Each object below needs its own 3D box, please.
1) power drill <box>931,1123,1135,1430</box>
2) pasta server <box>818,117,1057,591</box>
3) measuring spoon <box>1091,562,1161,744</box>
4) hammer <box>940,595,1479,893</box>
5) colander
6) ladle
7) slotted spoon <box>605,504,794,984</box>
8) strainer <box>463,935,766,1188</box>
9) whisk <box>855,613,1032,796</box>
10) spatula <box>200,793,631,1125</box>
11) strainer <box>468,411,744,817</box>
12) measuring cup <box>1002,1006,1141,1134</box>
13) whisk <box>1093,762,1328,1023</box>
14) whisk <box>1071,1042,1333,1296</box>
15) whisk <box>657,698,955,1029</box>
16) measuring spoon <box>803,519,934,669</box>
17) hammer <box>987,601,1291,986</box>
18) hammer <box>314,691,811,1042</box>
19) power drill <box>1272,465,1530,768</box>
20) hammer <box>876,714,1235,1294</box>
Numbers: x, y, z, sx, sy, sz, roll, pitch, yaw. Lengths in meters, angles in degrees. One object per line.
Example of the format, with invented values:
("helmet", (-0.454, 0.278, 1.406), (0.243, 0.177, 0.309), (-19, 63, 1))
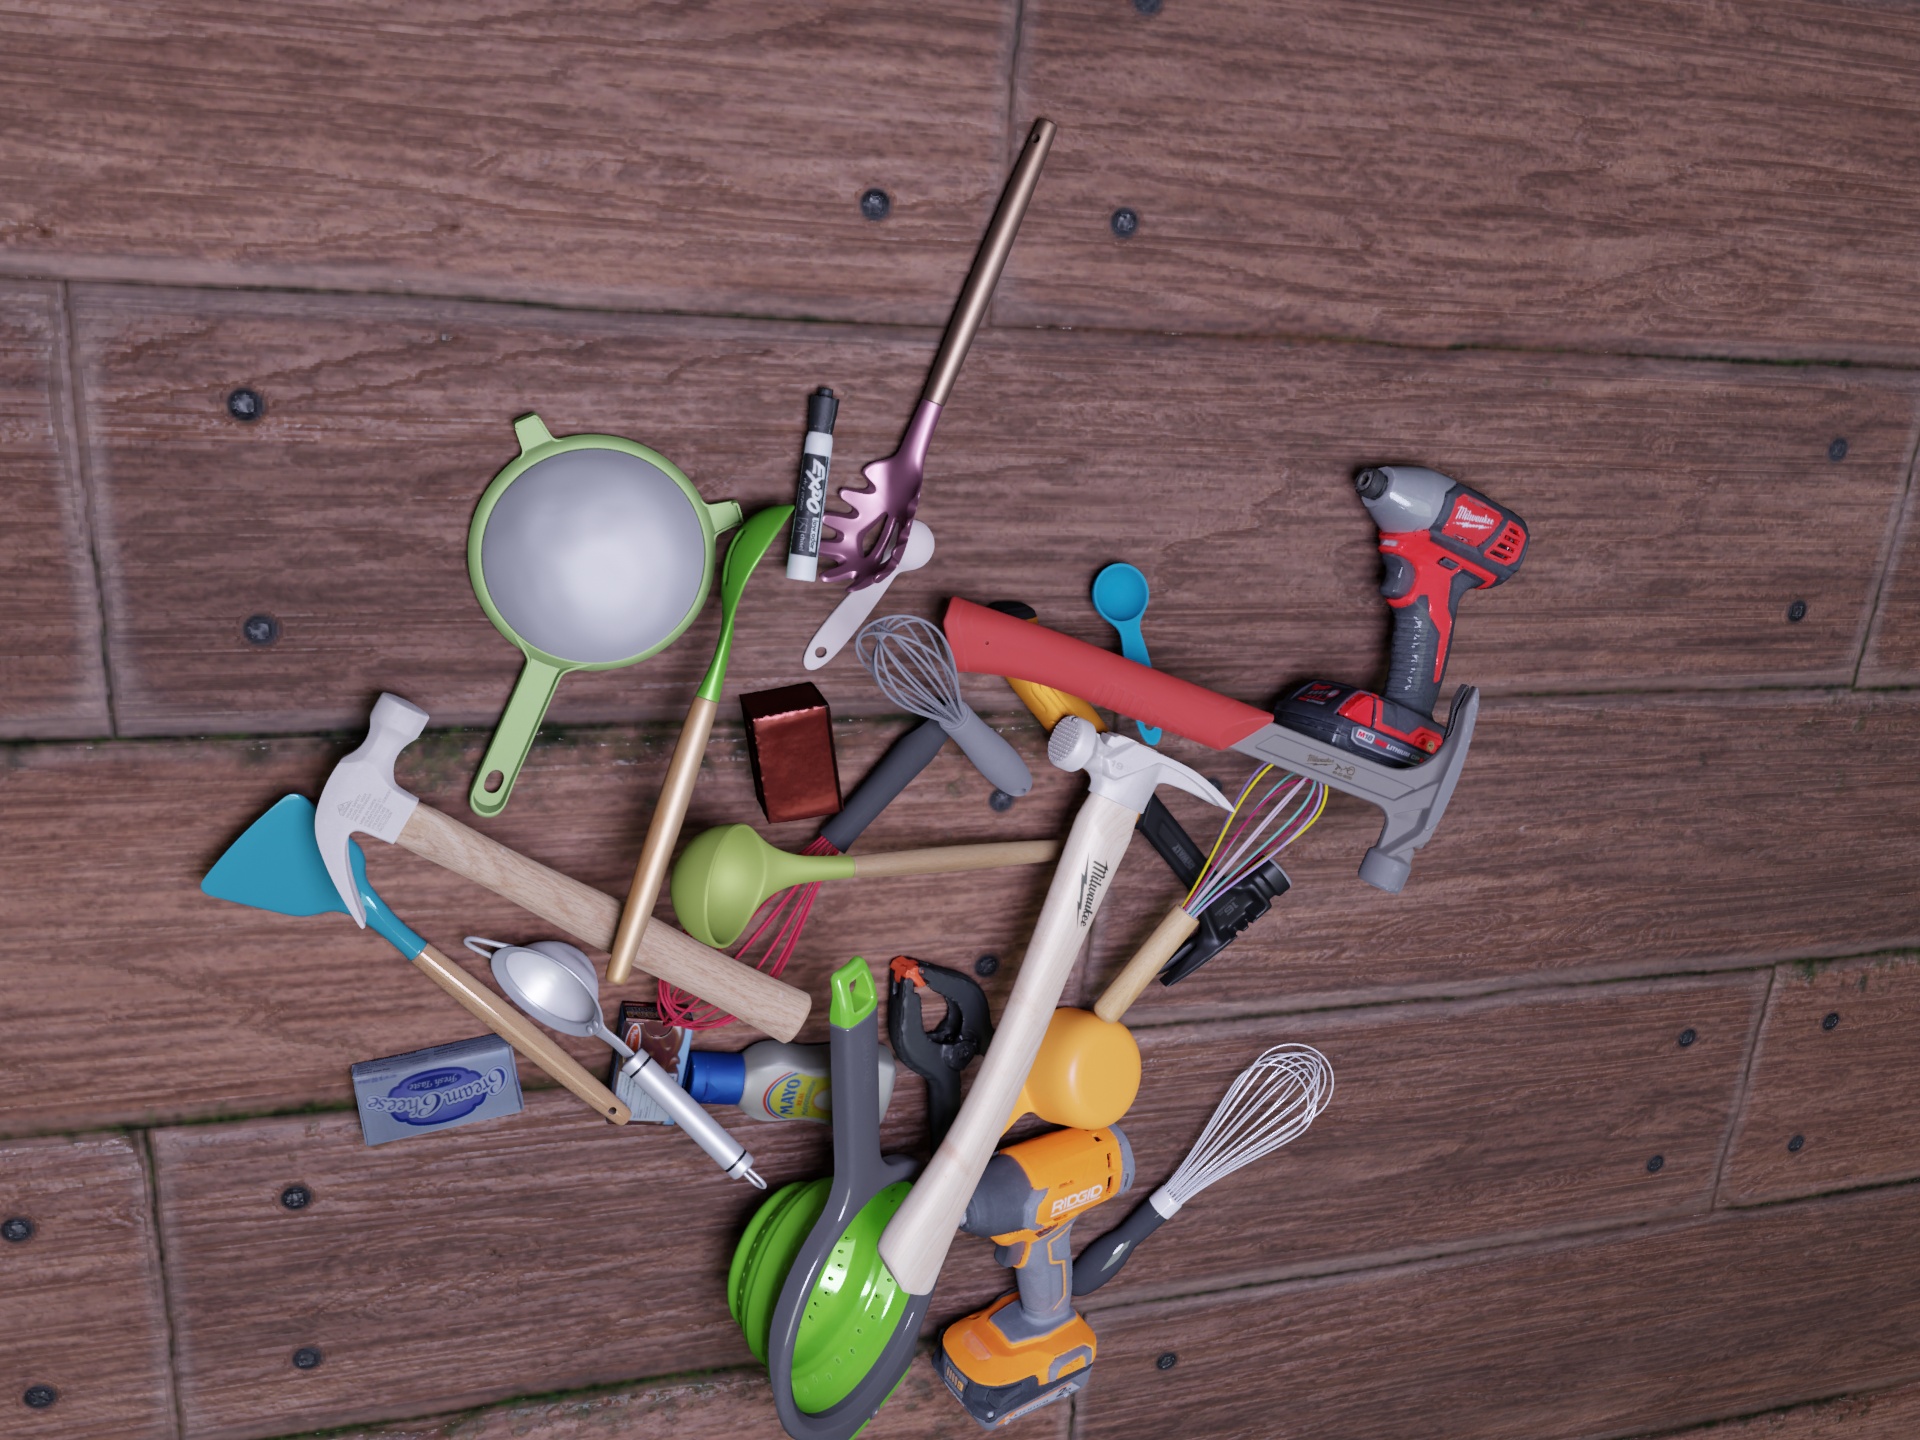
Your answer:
("power drill", (0.042, 0.420, 1.211), (0.164, 0.084, 0.226), (-8, 116, -35))
("pasta server", (-0.010, -0.228, 1.003), (0.040, 0.060, 0.316), (5, 111, -64))
("measuring spoon", (0.117, -0.045, 1.106), (0.042, 0.021, 0.128), (-15, 96, -20))
("hammer", (0.159, -0.014, 1.054), (0.359, 0.037, 0.149), (21, 94, -5))
("colander", (-0.101, 0.327, 1.114), (0.204, 0.094, 0.396), (-33, 131, -50))
("ladle", (-0.044, 0.098, 1.051), (0.320, 0.062, 0.078), (-1, 103, -34))
("slotted spoon", (-0.165, 0.011, 0.982), (0.031, 0.070, 0.314), (18, 87, -10))
("strainer", (-0.221, 0.221, 1.057), (0.258, 0.087, 0.050), (46, 48, -4))
("whisk", (-0.001, -0.004, 1.041), (0.055, 0.055, 0.238), (-43, 144, 0))
("spatula", (-0.331, 0.170, 1.026), (0.082, 0.044, 0.317), (-46, 110, -2))
("strainer", (-0.242, -0.047, 0.972), (0.151, 0.069, 0.256), (22, 99, -24))
("measuring cup", (0.066, 0.279, 1.165), (0.173, 0.052, 0.095), (-32, 109, -37))
("whisk", (0.183, 0.126, 1.158), (0.047, 0.051, 0.245), (35, 97, -32))
("whisk", (0.189, 0.367, 1.280), (0.284, 0.070, 0.070), (-46, 117, 7))
("whisk", (-0.100, 0.098, 1.082), (0.296, 0.073, 0.073), (-48, 117, -3))
("measuring spoon", (-0.061, -0.080, 1.050), (0.034, 0.018, 0.124), (38, 95, -26))
("hammer", (0.109, 0.049, 1.147), (0.127, 0.034, 0.336), (-41, 116, -2))
("hammer", (-0.243, 0.119, 0.995), (0.331, 0.031, 0.130), (31, 88, -17))
("power drill", (0.311, -0.070, 1.136), (0.143, 0.079, 0.219), (21, 90, -27))
("hammer", (0.054, 0.209, 1.111), (0.146, 0.038, 0.410), (23, 91, -26))
